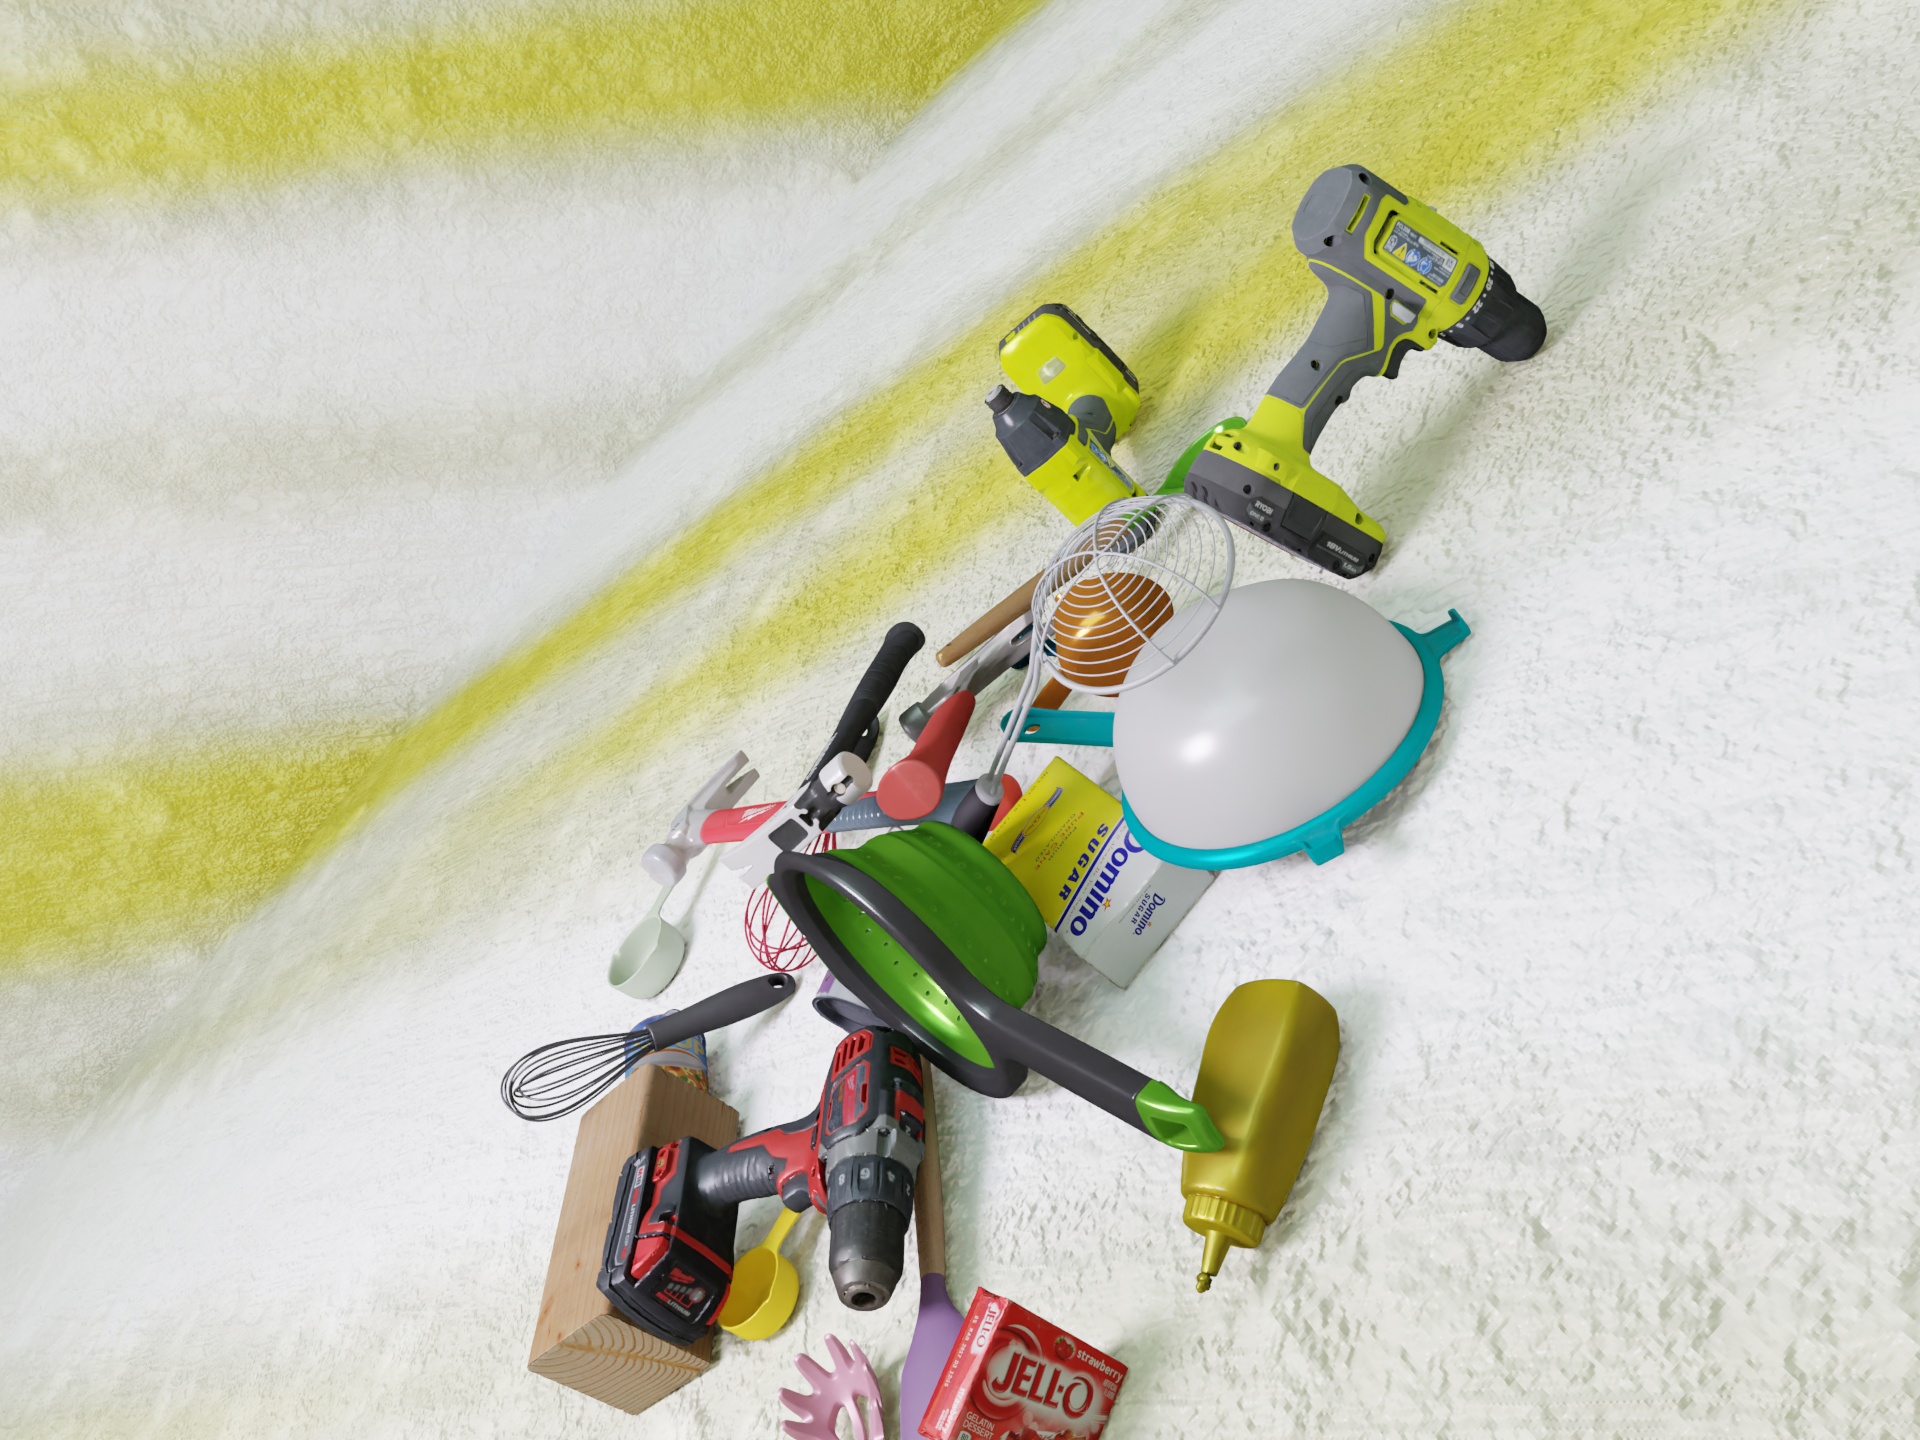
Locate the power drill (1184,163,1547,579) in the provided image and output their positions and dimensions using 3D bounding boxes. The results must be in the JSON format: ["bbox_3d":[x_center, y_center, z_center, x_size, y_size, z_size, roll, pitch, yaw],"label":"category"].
[{"bbox_3d":[0.264,-0.213,1.026,0.228,0.190,0.080,-63,25,8],"label":"power drill"}]

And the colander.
[{"bbox_3d":[0.031,0.143,0.924,0.094,0.204,0.397,-43,29,-20],"label":"colander"}]

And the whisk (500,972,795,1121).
[{"bbox_3d":[-0.235,0.245,1.220,0.239,0.055,0.055,-20,16,-23],"label":"whisk"}]

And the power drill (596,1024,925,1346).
[{"bbox_3d":[-0.117,0.308,0.990,0.226,0.080,0.188,-32,30,21],"label":"power drill"}]

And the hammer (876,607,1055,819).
[{"bbox_3d":[-0.002,-0.004,1.117,0.149,0.036,0.359,-40,5,12],"label":"hammer"}]

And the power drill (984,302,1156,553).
[{"bbox_3d":[0.088,-0.255,1.336,0.080,0.171,0.223,-37,27,26],"label":"power drill"}]

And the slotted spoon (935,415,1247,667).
[{"bbox_3d":[0.105,-0.136,1.224,0.314,0.031,0.070,-37,24,-13],"label":"slotted spoon"}]

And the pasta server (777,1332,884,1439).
[{"bbox_3d":[-0.039,0.443,0.794,0.060,0.040,0.316,-36,29,5],"label":"pasta server"}]

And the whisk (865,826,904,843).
[{"bbox_3d":[-0.015,0.134,1.144,0.051,0.047,0.245,-50,30,0],"label":"whisk"}]

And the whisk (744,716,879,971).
[{"bbox_3d":[-0.116,0.094,1.339,0.073,0.073,0.296,-29,29,37],"label":"whisk"}]

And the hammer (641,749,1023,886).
[{"bbox_3d":[-0.095,0.064,1.252,0.386,0.038,0.143,-9,34,44],"label":"hammer"}]

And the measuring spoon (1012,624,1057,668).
[{"bbox_3d":[0.073,-0.065,1.279,0.129,0.021,0.042,0,55,57],"label":"measuring spoon"}]

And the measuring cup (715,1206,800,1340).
[{"bbox_3d":[-0.105,0.336,1.051,0.062,0.029,0.156,-6,45,53],"label":"measuring cup"}]

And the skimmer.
[{"bbox_3d":[0.062,0.009,0.986,0.363,0.090,0.127,111,157,-48],"label":"skimmer"}]

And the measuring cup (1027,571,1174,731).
[{"bbox_3d":[0.092,-0.031,1.163,0.173,0.095,0.052,-54,26,39],"label":"measuring cup"}]

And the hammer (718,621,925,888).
[{"bbox_3d":[-0.087,0.007,1.232,0.146,0.035,0.335,-42,12,28],"label":"hammer"}]

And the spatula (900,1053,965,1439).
[{"bbox_3d":[-0.016,0.310,0.948,0.060,0.018,0.316,-30,32,15],"label":"spatula"}]

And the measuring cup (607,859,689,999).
[{"bbox_3d":[-0.270,0.185,1.482,0.083,0.038,0.168,-18,40,48],"label":"measuring cup"}]

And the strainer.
[{"bbox_3d":[0.128,-0.019,0.994,0.340,0.095,0.211,2,46,49],"label":"strainer"}]
